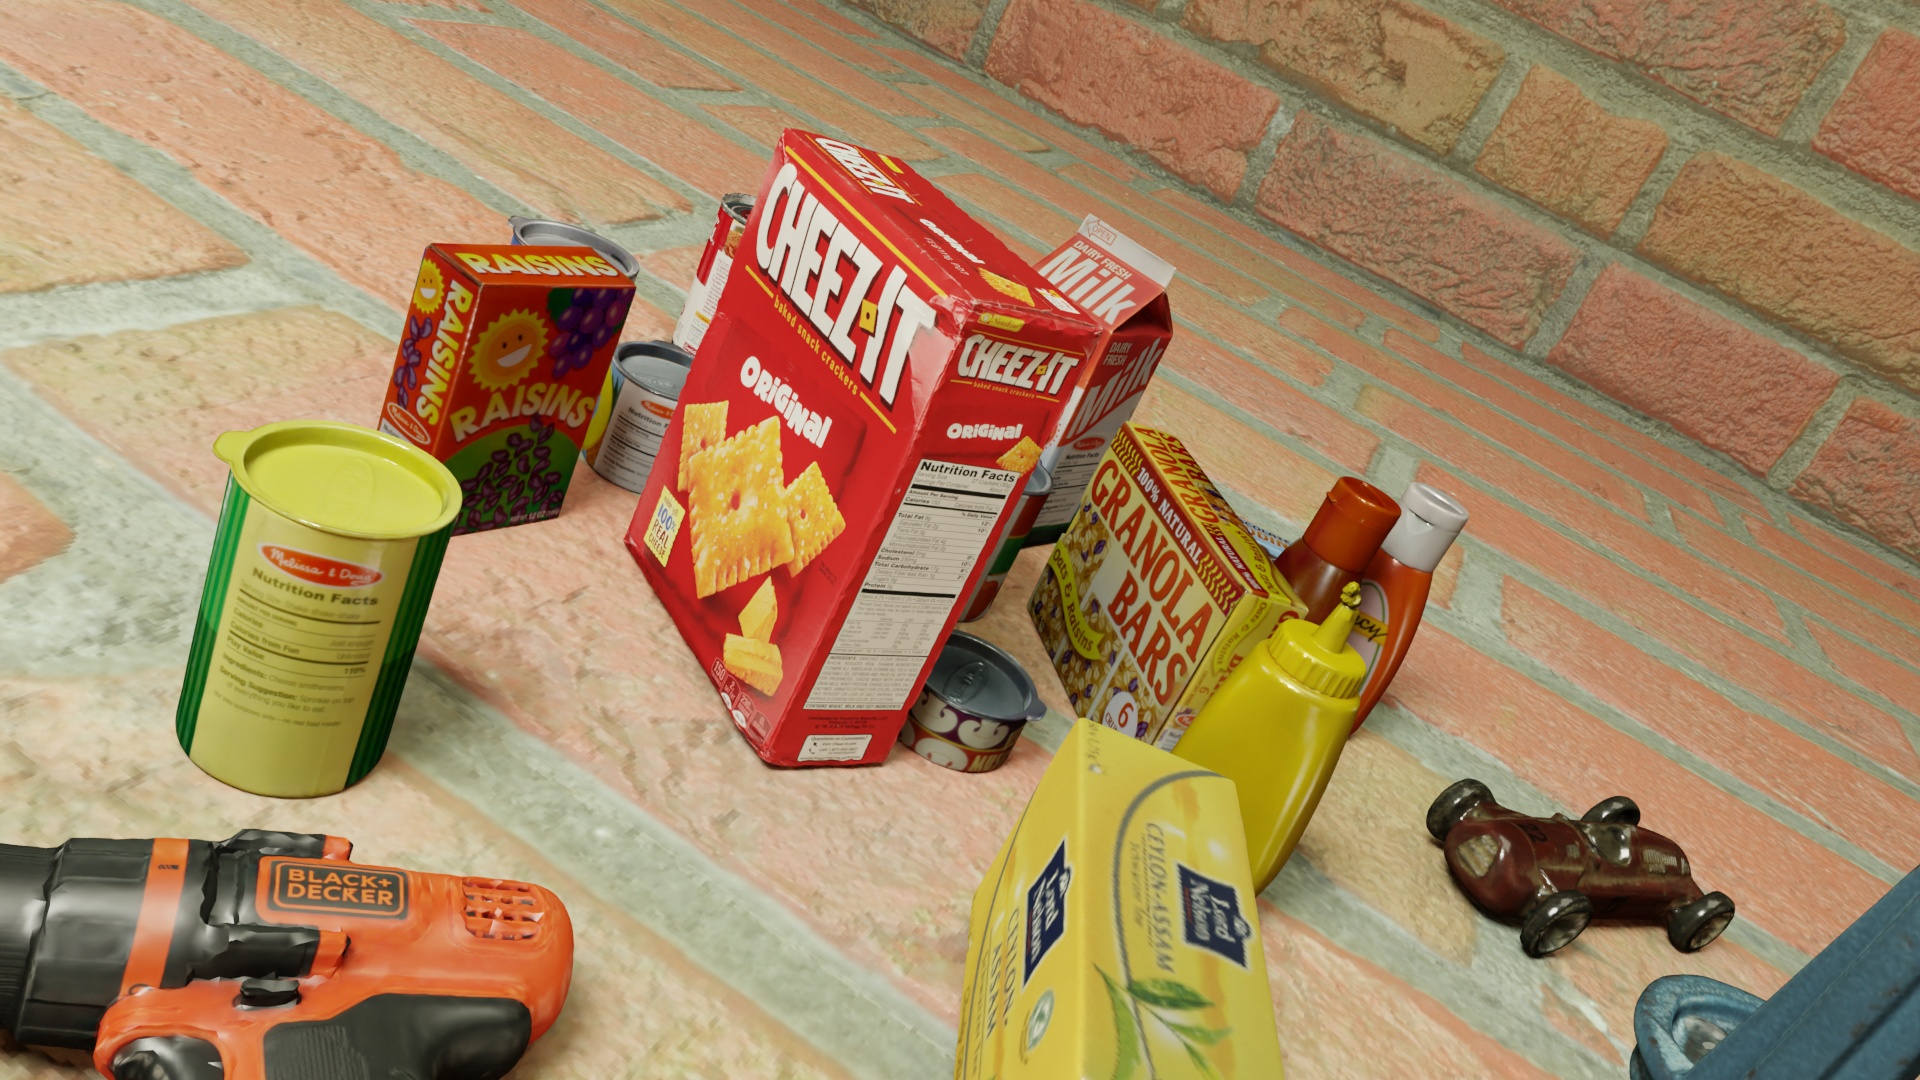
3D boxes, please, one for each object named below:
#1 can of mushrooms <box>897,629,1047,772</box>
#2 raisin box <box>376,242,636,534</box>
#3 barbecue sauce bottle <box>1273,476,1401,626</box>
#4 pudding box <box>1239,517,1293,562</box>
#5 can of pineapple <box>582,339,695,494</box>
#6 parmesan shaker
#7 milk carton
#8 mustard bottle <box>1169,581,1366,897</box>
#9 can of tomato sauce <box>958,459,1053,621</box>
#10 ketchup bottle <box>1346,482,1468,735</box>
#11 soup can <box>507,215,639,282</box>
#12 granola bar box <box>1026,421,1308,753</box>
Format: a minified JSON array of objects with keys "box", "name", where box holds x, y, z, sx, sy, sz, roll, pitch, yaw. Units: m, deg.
[{"box":[0.001,0.073,0.630,0.071,0.033,0.071,21,24,-10],"name":"can of mushrooms"},{"box":[-0.200,-0.065,0.602,0.040,0.123,0.086,37,26,23],"name":"raisin box"},{"box":[0.179,0.037,0.738,0.044,0.148,0.065,21,24,-12],"name":"barbecue sauce bottle"},{"box":[0.183,0.014,0.908,0.084,0.049,0.030,26,24,0],"name":"pudding box"},{"box":[-0.156,-0.063,0.721,0.071,0.057,0.071,22,24,-10],"name":"can of pineapple"},{"box":[-0.209,0.021,0.444,0.071,0.102,0.071,22,24,-10],"name":"parmesan shaker"},{"box":[0.060,-0.094,0.833,0.072,0.189,0.073,39,27,28],"name":"milk carton"},{"box":[0.129,0.084,0.579,0.065,0.159,0.049,35,25,20],"name":"mustard bottle"},{"box":[0.003,-0.009,0.737,0.071,0.082,0.071,22,24,-10],"name":"can of tomato sauce"},{"box":[0.232,0.038,0.788,0.065,0.148,0.044,38,26,24],"name":"ketchup bottle"},{"box":[-0.219,-0.121,0.743,0.071,0.083,0.071,22,24,-10],"name":"soup can"},{"box":[0.094,0.033,0.691,0.039,0.123,0.166,15,26,-23],"name":"granola bar box"}]
